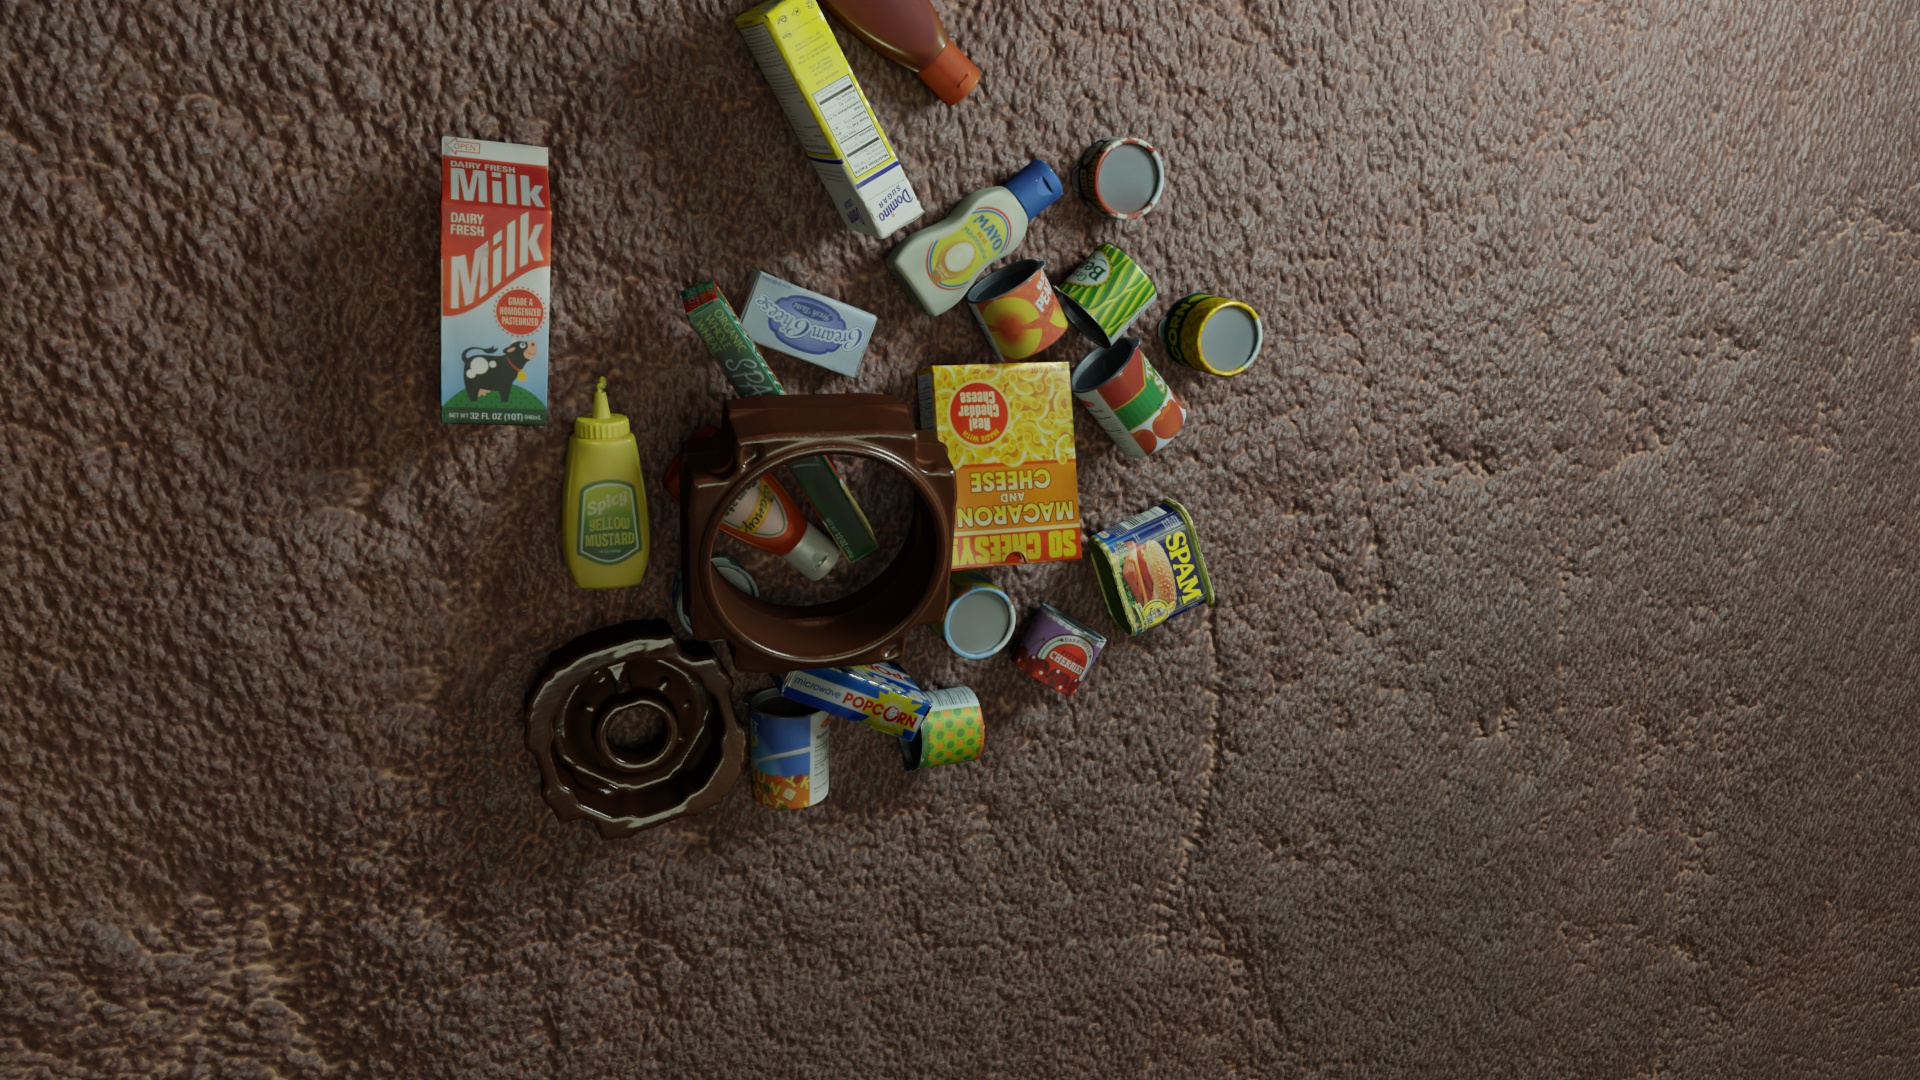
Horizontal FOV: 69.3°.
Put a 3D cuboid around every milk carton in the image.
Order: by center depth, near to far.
[{"bbox_3d":[-0.326,-0.181,0.970,0.072,0.073,0.190,1,105,-22],"label":"milk carton"}]

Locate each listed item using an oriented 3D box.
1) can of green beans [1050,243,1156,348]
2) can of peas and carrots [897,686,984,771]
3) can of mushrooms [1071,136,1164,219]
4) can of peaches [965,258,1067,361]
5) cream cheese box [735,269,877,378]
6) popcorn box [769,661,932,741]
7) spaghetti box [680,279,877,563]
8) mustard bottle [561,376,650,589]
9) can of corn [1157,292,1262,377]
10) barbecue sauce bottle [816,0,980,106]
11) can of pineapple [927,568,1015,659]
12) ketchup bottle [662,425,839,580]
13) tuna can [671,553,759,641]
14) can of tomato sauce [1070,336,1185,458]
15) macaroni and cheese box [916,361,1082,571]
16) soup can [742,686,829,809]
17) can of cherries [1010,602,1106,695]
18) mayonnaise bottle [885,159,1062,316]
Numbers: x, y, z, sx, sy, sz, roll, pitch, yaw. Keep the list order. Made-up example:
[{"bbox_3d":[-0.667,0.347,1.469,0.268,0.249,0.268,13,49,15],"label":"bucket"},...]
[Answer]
[{"bbox_3d":[0.119,-0.202,1.146,0.058,0.071,0.071,-46,117,-4],"label":"can of green beans"},{"bbox_3d":[-0.018,0.164,1.202,0.059,0.071,0.070,-5,108,-21],"label":"can of peas and carrots"},{"bbox_3d":[0.130,-0.297,1.140,0.071,0.033,0.070,-7,109,-20],"label":"can of mushrooms"},{"bbox_3d":[0.048,-0.186,1.121,0.071,0.071,0.058,-34,116,-9],"label":"can of peaches"},{"bbox_3d":[-0.122,-0.169,1.083,0.104,0.024,0.053,18,101,-25],"label":"cream cheese box"},{"bbox_3d":[-0.096,0.114,1.144,0.126,0.085,0.038,24,97,-27],"label":"popcorn box"},{"bbox_3d":[-0.137,-0.088,1.071,0.029,0.050,0.249,-30,121,1],"label":"spaghetti box"},{"bbox_3d":[-0.270,-0.044,1.047,0.065,0.049,0.159,-6,108,-22],"label":"mustard bottle"},{"bbox_3d":[0.215,-0.177,1.196,0.071,0.058,0.071,-6,108,-20],"label":"can of corn"},{"bbox_3d":[-0.048,-0.389,1.036,0.148,0.044,0.065,39,89,-27],"label":"barbecue sauce bottle"},{"bbox_3d":[0.005,0.061,1.184,0.071,0.058,0.070,-6,108,-20],"label":"can of pineapple"},{"bbox_3d":[-0.161,-0.024,1.101,0.148,0.043,0.065,40,89,-27],"label":"ketchup bottle"},{"bbox_3d":[-0.197,0.043,1.112,0.071,0.033,0.070,-7,108,-20],"label":"tuna can"},{"bbox_3d":[0.144,-0.122,1.180,0.071,0.071,0.083,-45,117,-4],"label":"can of tomato sauce"},{"bbox_3d":[0.033,-0.062,1.144,0.124,0.040,0.166,-5,91,-21],"label":"macaroni and cheese box"},{"bbox_3d":[-0.145,0.171,1.155,0.071,0.071,0.083,-4,108,-21],"label":"soup can"},{"bbox_3d":[0.086,0.096,1.220,0.071,0.071,0.058,29,94,-26],"label":"can of cherries"},{"bbox_3d":[0.014,-0.245,1.105,0.148,0.041,0.064,-40,114,-6],"label":"mayonnaise bottle"}]
